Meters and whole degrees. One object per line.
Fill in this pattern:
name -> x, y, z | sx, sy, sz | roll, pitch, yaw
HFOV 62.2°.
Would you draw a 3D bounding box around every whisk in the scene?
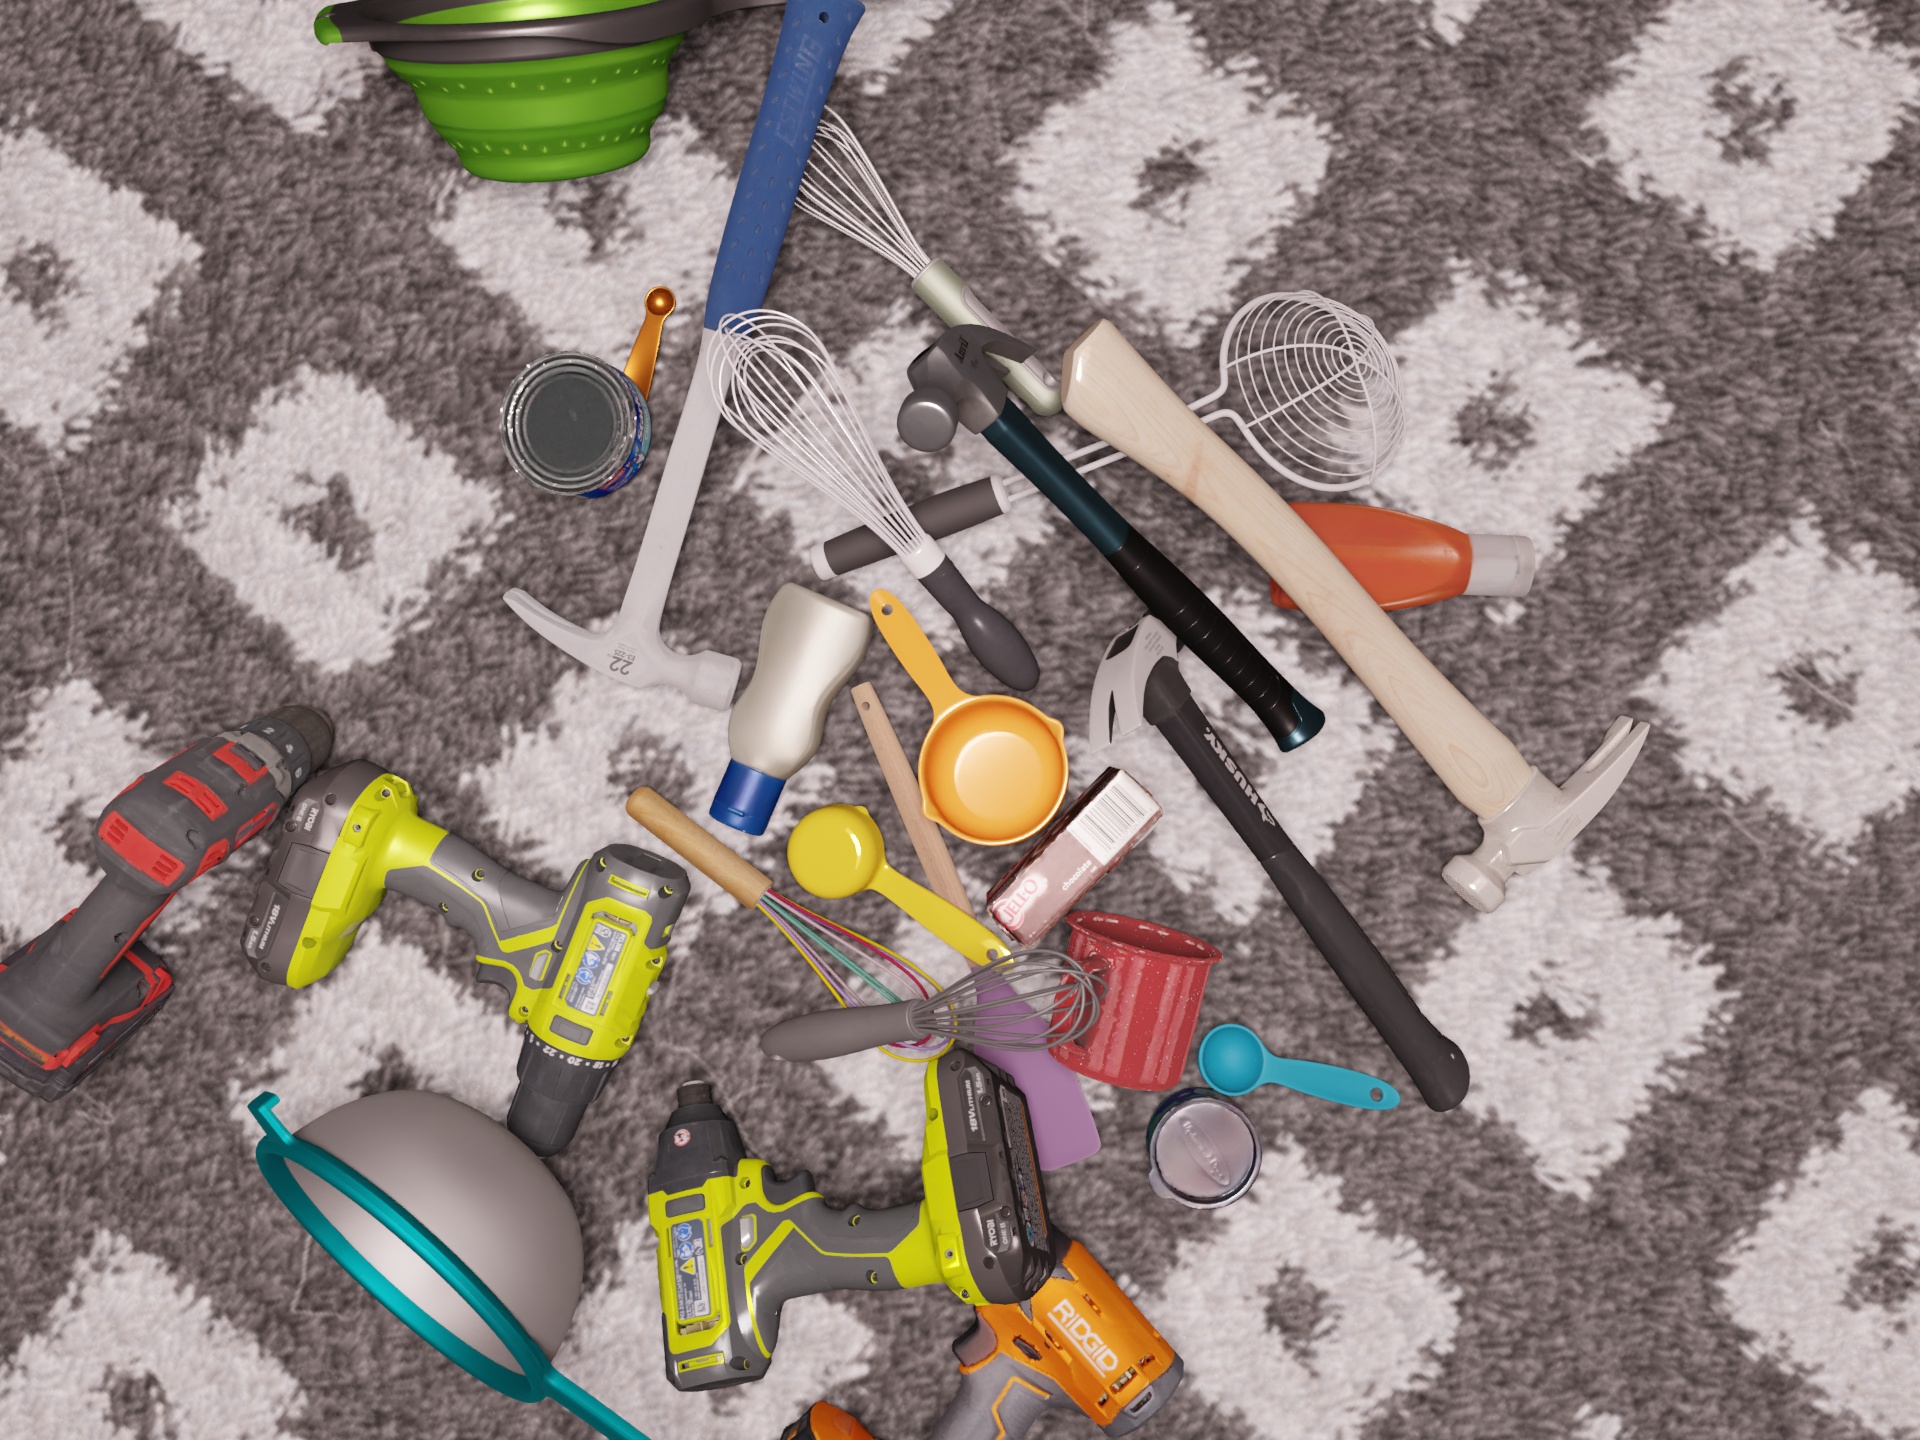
whisk -> -0.026, -0.275, 0.956 | 0.246, 0.058, 0.059 | 45, 125, -2
whisk -> -0.104, 0.121, 0.954 | 0.245, 0.051, 0.047 | 37, 96, 5
whisk -> -0.022, 0.167, 0.889 | 0.239, 0.055, 0.055 | -17, 89, 34
whisk -> -0.042, -0.117, 0.905 | 0.070, 0.070, 0.284 | -41, 114, 1

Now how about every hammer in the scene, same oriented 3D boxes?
hammer -> -0.143, -0.213, 0.909 | 0.144, 0.035, 0.405 | 17, 102, -10
hammer -> 0.095, -0.091, 0.883 | 0.033, 0.128, 0.330 | -32, 118, 32
hammer -> 0.217, -0.074, 0.899 | 0.410, 0.038, 0.146 | 44, 91, -13
hammer -> 0.189, 0.089, 0.916 | 0.035, 0.146, 0.334 | -33, 97, 32

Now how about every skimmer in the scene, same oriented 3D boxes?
skimmer -> 0.087, -0.152, 0.958 | 0.363, 0.090, 0.127 | -20, 81, 12

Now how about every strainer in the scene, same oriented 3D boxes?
strainer -> -0.233, 0.310, 0.884 | 0.340, 0.210, 0.095 | 31, 53, 13

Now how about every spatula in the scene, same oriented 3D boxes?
spatula -> 0.000, 0.124, 0.962 | 0.060, 0.018, 0.316 | -23, 89, 14

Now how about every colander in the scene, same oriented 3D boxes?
colander -> -0.163, -0.386, 0.936 | 0.397, 0.205, 0.094 | -13, 124, -14

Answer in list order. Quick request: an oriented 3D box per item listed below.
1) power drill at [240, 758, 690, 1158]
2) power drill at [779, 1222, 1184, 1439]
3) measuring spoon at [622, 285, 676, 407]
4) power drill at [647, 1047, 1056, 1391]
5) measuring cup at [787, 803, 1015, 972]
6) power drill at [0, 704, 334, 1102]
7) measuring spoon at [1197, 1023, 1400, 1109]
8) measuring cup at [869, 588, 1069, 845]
power drill -> -0.294, 0.138, 0.943 | 0.228, 0.080, 0.190 | 23, 96, 0
power drill -> -0.005, 0.392, 0.929 | 0.226, 0.084, 0.164 | -41, 86, -3
measuring spoon -> -0.198, -0.209, 0.979 | 0.021, 0.011, 0.117 | 18, 93, 7
power drill -> -0.070, 0.272, 0.909 | 0.223, 0.080, 0.171 | -17, 63, 12
measuring cup -> -0.036, 0.105, 0.944 | 0.156, 0.029, 0.062 | 32, 98, 12
power drill -> -0.460, 0.091, 0.918 | 0.080, 0.188, 0.226 | 40, 108, -9
measuring spoon -> 0.202, 0.215, 0.958 | 0.128, 0.021, 0.042 | 15, 74, -7
measuring cup -> -0.002, -0.003, 0.950 | 0.095, 0.052, 0.174 | -34, 79, 1
